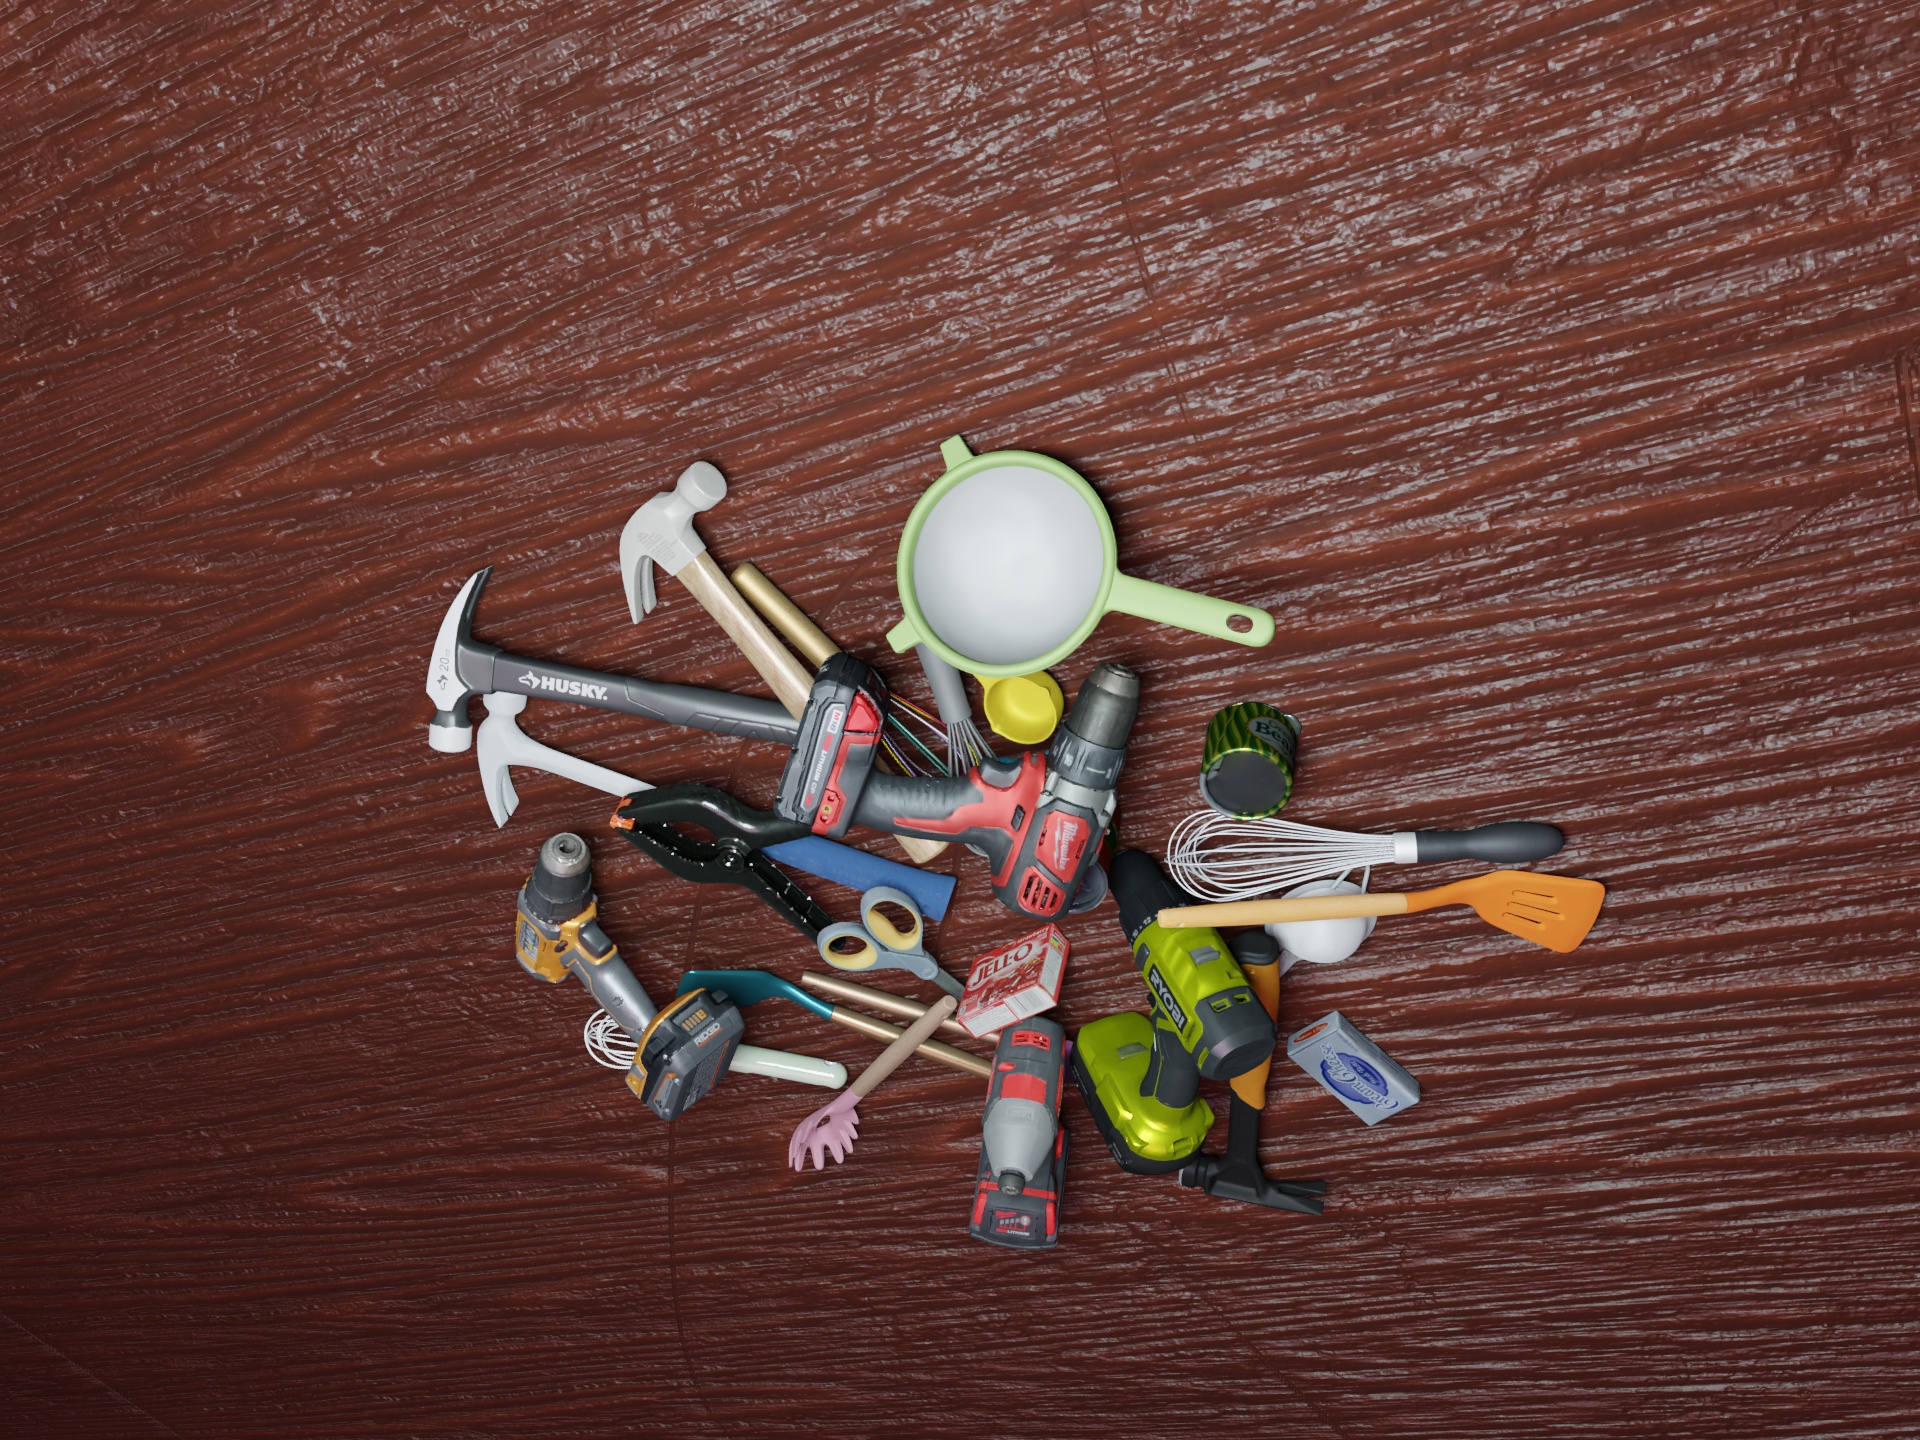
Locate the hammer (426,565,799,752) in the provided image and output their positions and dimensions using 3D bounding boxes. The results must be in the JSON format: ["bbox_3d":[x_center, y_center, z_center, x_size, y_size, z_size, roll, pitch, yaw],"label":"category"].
[{"bbox_3d":[-0.240,-0.022,1.219,0.335,0.035,0.146,10,106,1],"label":"hammer"}]

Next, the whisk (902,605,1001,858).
[{"bbox_3d":[-0.002,-0.003,1.148,0.055,0.055,0.238,-10,110,21],"label":"whisk"}]

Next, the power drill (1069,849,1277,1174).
[{"bbox_3d":[0.153,0.229,1.239,0.080,0.191,0.228,-12,139,-22],"label":"power drill"}]

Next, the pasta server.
[{"bbox_3d":[-0.077,0.323,1.405,0.060,0.040,0.316,5,144,-30],"label":"pasta server"}]

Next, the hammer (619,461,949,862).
[{"bbox_3d":[-0.124,-0.026,1.160,0.130,0.031,0.331,-32,103,36],"label":"hammer"}]

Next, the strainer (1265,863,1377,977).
[{"bbox_3d":[0.249,0.204,1.261,0.086,0.050,0.258,19,132,-17],"label":"strainer"}]

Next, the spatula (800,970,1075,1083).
[{"bbox_3d":[0.013,0.271,1.384,0.316,0.018,0.059,17,133,2],"label":"spatula"}]

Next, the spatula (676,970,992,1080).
[{"bbox_3d":[-0.092,0.276,1.400,0.317,0.044,0.082,20,139,-1],"label":"spatula"}]

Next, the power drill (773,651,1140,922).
[{"bbox_3d":[0.003,0.023,1.097,0.226,0.080,0.188,19,107,-3],"label":"power drill"}]

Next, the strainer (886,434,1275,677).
[{"bbox_3d":[0.086,-0.088,1.057,0.256,0.069,0.151,16,91,17],"label":"strainer"}]

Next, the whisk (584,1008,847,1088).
[{"bbox_3d":[-0.225,0.306,1.457,0.246,0.058,0.059,10,96,3],"label":"whisk"}]

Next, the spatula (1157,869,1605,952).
[{"bbox_3d":[0.305,0.142,1.164,0.322,0.041,0.081,-3,134,-7],"label":"spatula"}]

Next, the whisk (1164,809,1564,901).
[{"bbox_3d":[0.292,0.095,1.163,0.284,0.070,0.070,-4,123,12],"label":"whisk"}]

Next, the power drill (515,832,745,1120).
[{"bbox_3d":[-0.285,0.206,1.330,0.226,0.084,0.185,42,141,15],"label":"power drill"}]

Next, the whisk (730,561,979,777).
[{"bbox_3d":[-0.076,-0.029,1.187,0.047,0.051,0.245,-45,102,6],"label":"whisk"}]

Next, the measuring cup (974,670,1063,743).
[{"bbox_3d":[0.015,-0.050,1.158,0.156,0.029,0.062,48,130,-5],"label":"measuring cup"}]

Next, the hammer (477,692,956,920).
[{"bbox_3d":[-0.202,0.084,1.299,0.405,0.035,0.144,19,127,1],"label":"hammer"}]

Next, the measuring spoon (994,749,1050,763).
[{"bbox_3d":[0.068,0.036,1.199,0.128,0.021,0.042,-24,115,30],"label":"measuring spoon"}]

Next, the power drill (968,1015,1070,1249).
[{"bbox_3d":[0.051,0.356,1.330,0.078,0.143,0.219,6,143,6],"label":"power drill"}]

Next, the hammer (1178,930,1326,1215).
[{"bbox_3d":[0.243,0.292,1.295,0.127,0.034,0.336,8,134,16],"label":"hammer"}]
